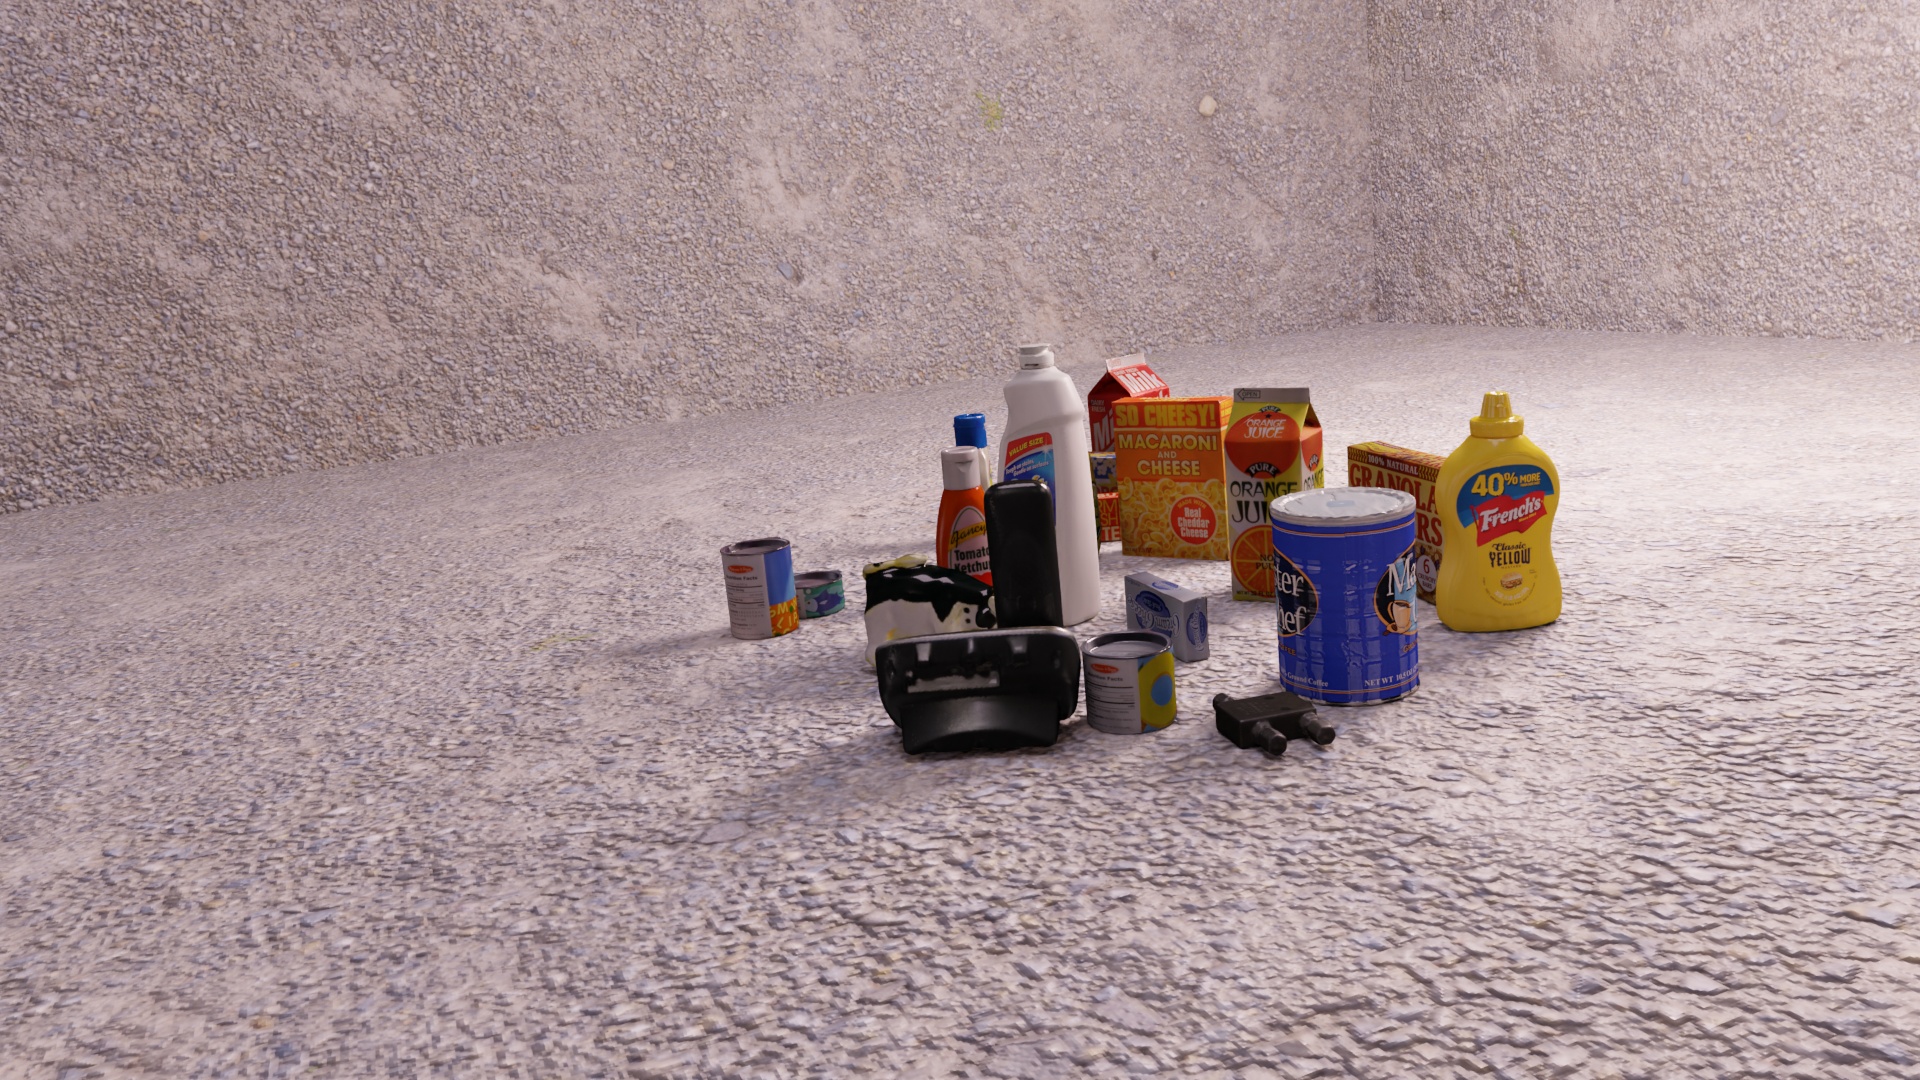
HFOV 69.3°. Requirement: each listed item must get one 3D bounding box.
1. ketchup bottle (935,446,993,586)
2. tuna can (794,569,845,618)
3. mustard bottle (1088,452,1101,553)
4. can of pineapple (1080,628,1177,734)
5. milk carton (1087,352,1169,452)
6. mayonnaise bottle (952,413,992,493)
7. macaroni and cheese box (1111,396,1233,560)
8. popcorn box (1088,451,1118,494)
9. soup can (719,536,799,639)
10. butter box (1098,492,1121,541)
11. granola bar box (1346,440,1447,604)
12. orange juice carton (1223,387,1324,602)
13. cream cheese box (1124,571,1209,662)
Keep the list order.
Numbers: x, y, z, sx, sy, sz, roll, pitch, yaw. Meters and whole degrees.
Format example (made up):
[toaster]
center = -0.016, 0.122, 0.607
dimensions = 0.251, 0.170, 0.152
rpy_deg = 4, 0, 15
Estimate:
[ketchup bottle]
center = 0.005, -0.017, 1.365
dimensions = 0.065, 0.148, 0.043
rpy_deg = -8, 13, -13
[tuna can]
center = -0.147, 0.053, 1.382
dimensions = 0.071, 0.032, 0.071
rpy_deg = -5, 13, 1
[mustard bottle]
center = 0.115, -0.054, 1.458
dimensions = 0.049, 0.159, 0.065
rpy_deg = 2, 14, 32
[can of pineapple]
center = 0.123, 0.101, 1.002
dimensions = 0.071, 0.057, 0.071
rpy_deg = -5, 12, 1
[milk carton]
center = 0.206, -0.127, 1.672
dimensions = 0.072, 0.190, 0.073
rpy_deg = -16, 16, -41
[mayonnaise bottle]
center = 0.017, -0.071, 1.599
dimensions = 0.041, 0.147, 0.065
rpy_deg = -5, 12, 2
[macaroni and cheese box]
center = 0.225, -0.066, 1.449
dimensions = 0.123, 0.166, 0.040
rpy_deg = 3, 15, 33
[popcorn box]
center = 0.191, -0.059, 1.616
dimensions = 0.126, 0.085, 0.038
rpy_deg = 4, 15, 36
[soup can]
center = -0.189, 0.044, 1.322
dimensions = 0.071, 0.083, 0.071
rpy_deg = -5, 12, 1
[butter box]
center = 0.173, -0.027, 1.554
dimensions = 0.103, 0.053, 0.024
rpy_deg = -4, 12, 5
[granola bar box]
center = 0.409, -0.018, 1.256
dimensions = 0.039, 0.124, 0.166
rpy_deg = -8, 13, -12
[orange juice carton]
center = 0.288, -0.045, 1.270
dimensions = 0.072, 0.192, 0.073
rpy_deg = 2, 14, 30
[cream cheese box]
center = 0.172, 0.063, 1.159
dimensions = 0.024, 0.053, 0.104
rpy_deg = -10, 13, -19
